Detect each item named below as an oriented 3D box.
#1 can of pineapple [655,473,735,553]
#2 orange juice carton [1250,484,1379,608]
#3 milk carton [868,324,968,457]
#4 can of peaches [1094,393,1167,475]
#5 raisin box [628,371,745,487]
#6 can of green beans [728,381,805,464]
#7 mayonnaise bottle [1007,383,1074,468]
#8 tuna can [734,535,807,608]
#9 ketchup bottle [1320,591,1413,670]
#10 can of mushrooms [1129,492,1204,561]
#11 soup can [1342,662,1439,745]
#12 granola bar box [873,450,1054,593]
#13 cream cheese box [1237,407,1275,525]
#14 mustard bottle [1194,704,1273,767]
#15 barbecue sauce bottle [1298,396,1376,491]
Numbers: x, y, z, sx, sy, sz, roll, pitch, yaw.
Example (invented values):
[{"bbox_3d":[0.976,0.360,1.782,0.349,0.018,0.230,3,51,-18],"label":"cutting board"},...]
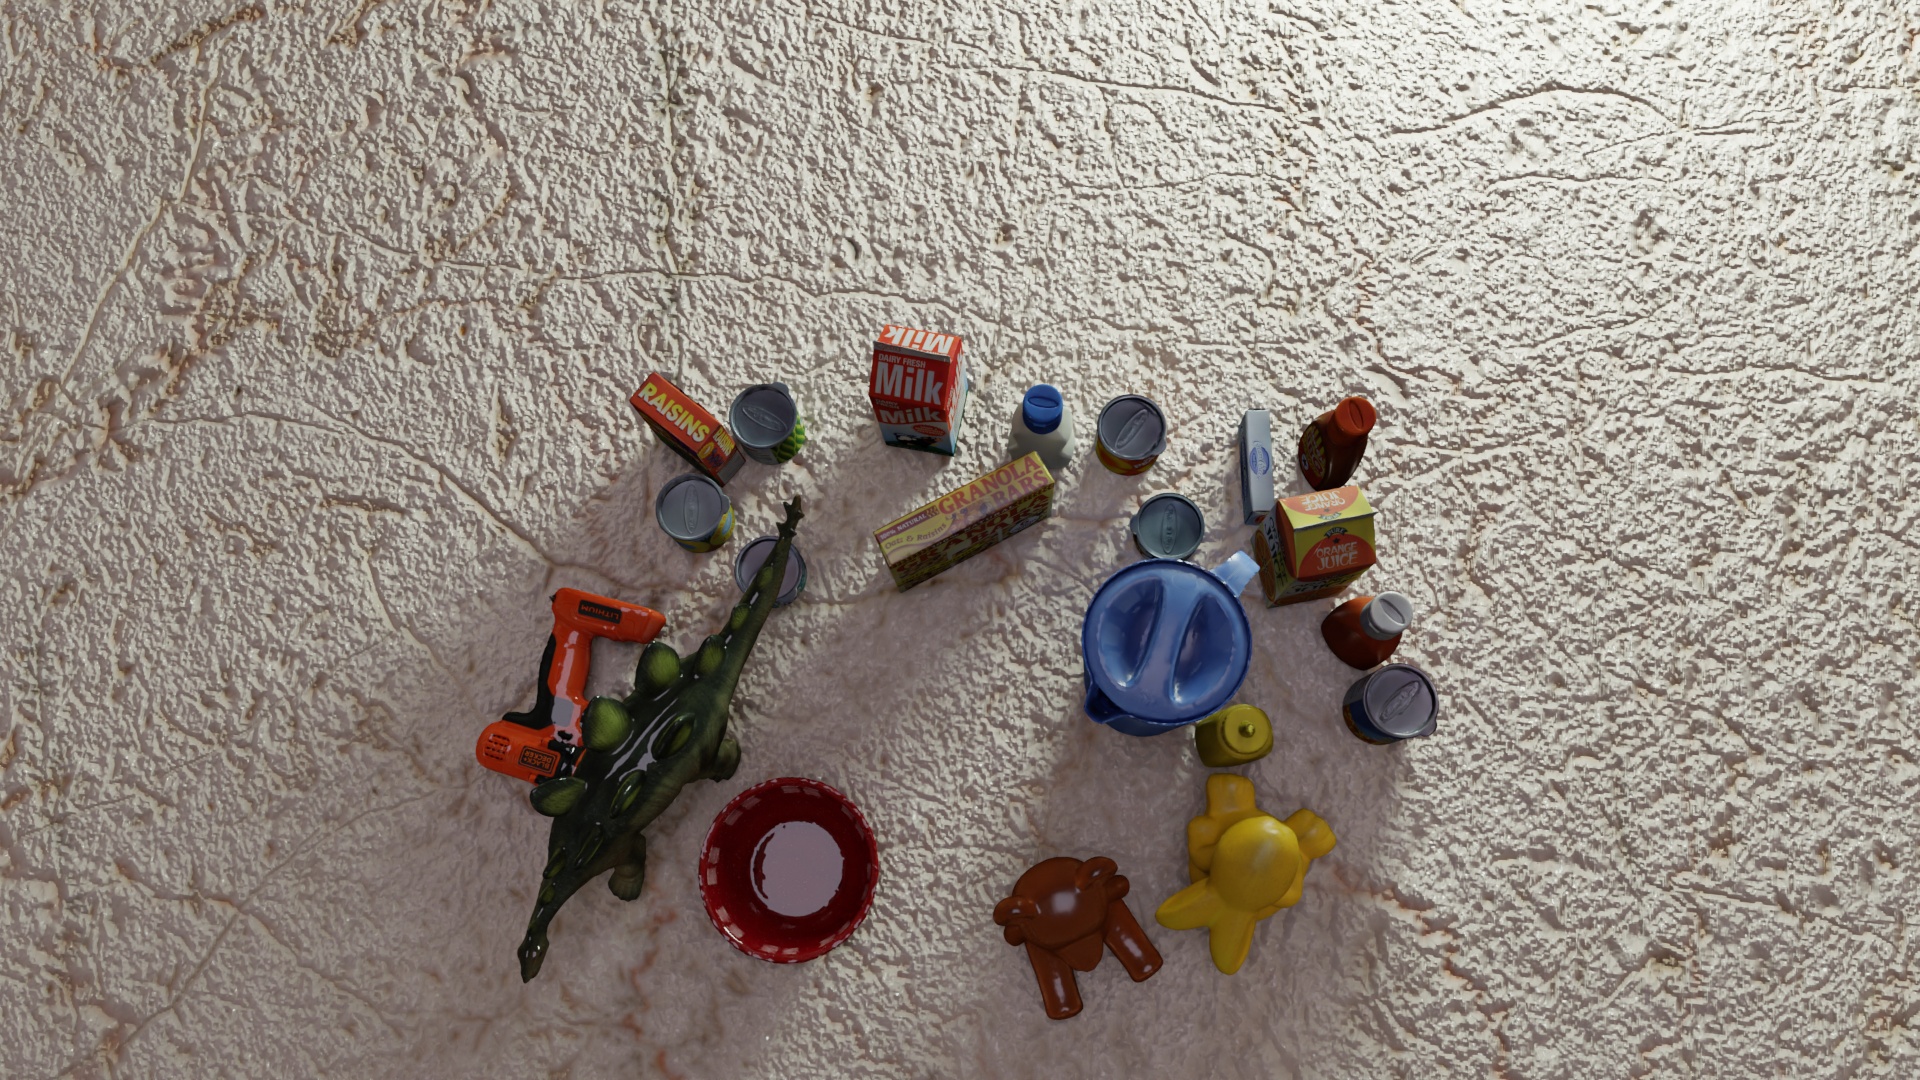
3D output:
[{"bbox_3d":[-0.252,-0.025,1.336,0.071,0.057,0.071,0,76,2],"label":"can of pineapple"},{"bbox_3d":[0.316,0.004,1.238,0.072,0.192,0.073,-10,77,0],"label":"orange juice carton"},{"bbox_3d":[-0.038,-0.143,1.289,0.072,0.190,0.073,11,78,5],"label":"milk carton"},{"bbox_3d":[0.165,-0.099,1.338,0.071,0.058,0.071,0,76,2],"label":"can of peaches"},{"bbox_3d":[-0.257,-0.104,1.322,0.086,0.123,0.040,38,81,10],"label":"raisin box"},{"bbox_3d":[-0.188,-0.113,1.355,0.071,0.057,0.071,0,76,2],"label":"can of green beans"},{"bbox_3d":[0.076,-0.106,1.297,0.065,0.147,0.041,10,77,5],"label":"mayonnaise bottle"},{"bbox_3d":[-0.180,0.033,1.332,0.071,0.032,0.071,0,76,2],"label":"tuna can"},{"bbox_3d":[0.366,0.078,1.241,0.043,0.148,0.065,-42,79,-7],"label":"ketchup bottle"},{"bbox_3d":[0.196,-0.011,1.328,0.071,0.033,0.071,0,76,2],"label":"can of mushrooms"},{"bbox_3d":[0.389,0.152,1.255,0.071,0.083,0.071,0,77,2],"label":"soup can"},{"bbox_3d":[0.005,-0.016,1.290,0.166,0.124,0.039,-27,77,-4],"label":"granola bar box"},{"bbox_3d":[0.283,-0.070,1.329,0.024,0.053,0.104,-1,76,2],"label":"cream cheese box"},{"bbox_3d":[0.245,0.170,1.217,0.065,0.160,0.049,-11,77,0],"label":"mustard bottle"},{"bbox_3d":[0.349,-0.093,1.283,0.044,0.148,0.065,-14,77,-1],"label":"barbecue sauce bottle"}]
